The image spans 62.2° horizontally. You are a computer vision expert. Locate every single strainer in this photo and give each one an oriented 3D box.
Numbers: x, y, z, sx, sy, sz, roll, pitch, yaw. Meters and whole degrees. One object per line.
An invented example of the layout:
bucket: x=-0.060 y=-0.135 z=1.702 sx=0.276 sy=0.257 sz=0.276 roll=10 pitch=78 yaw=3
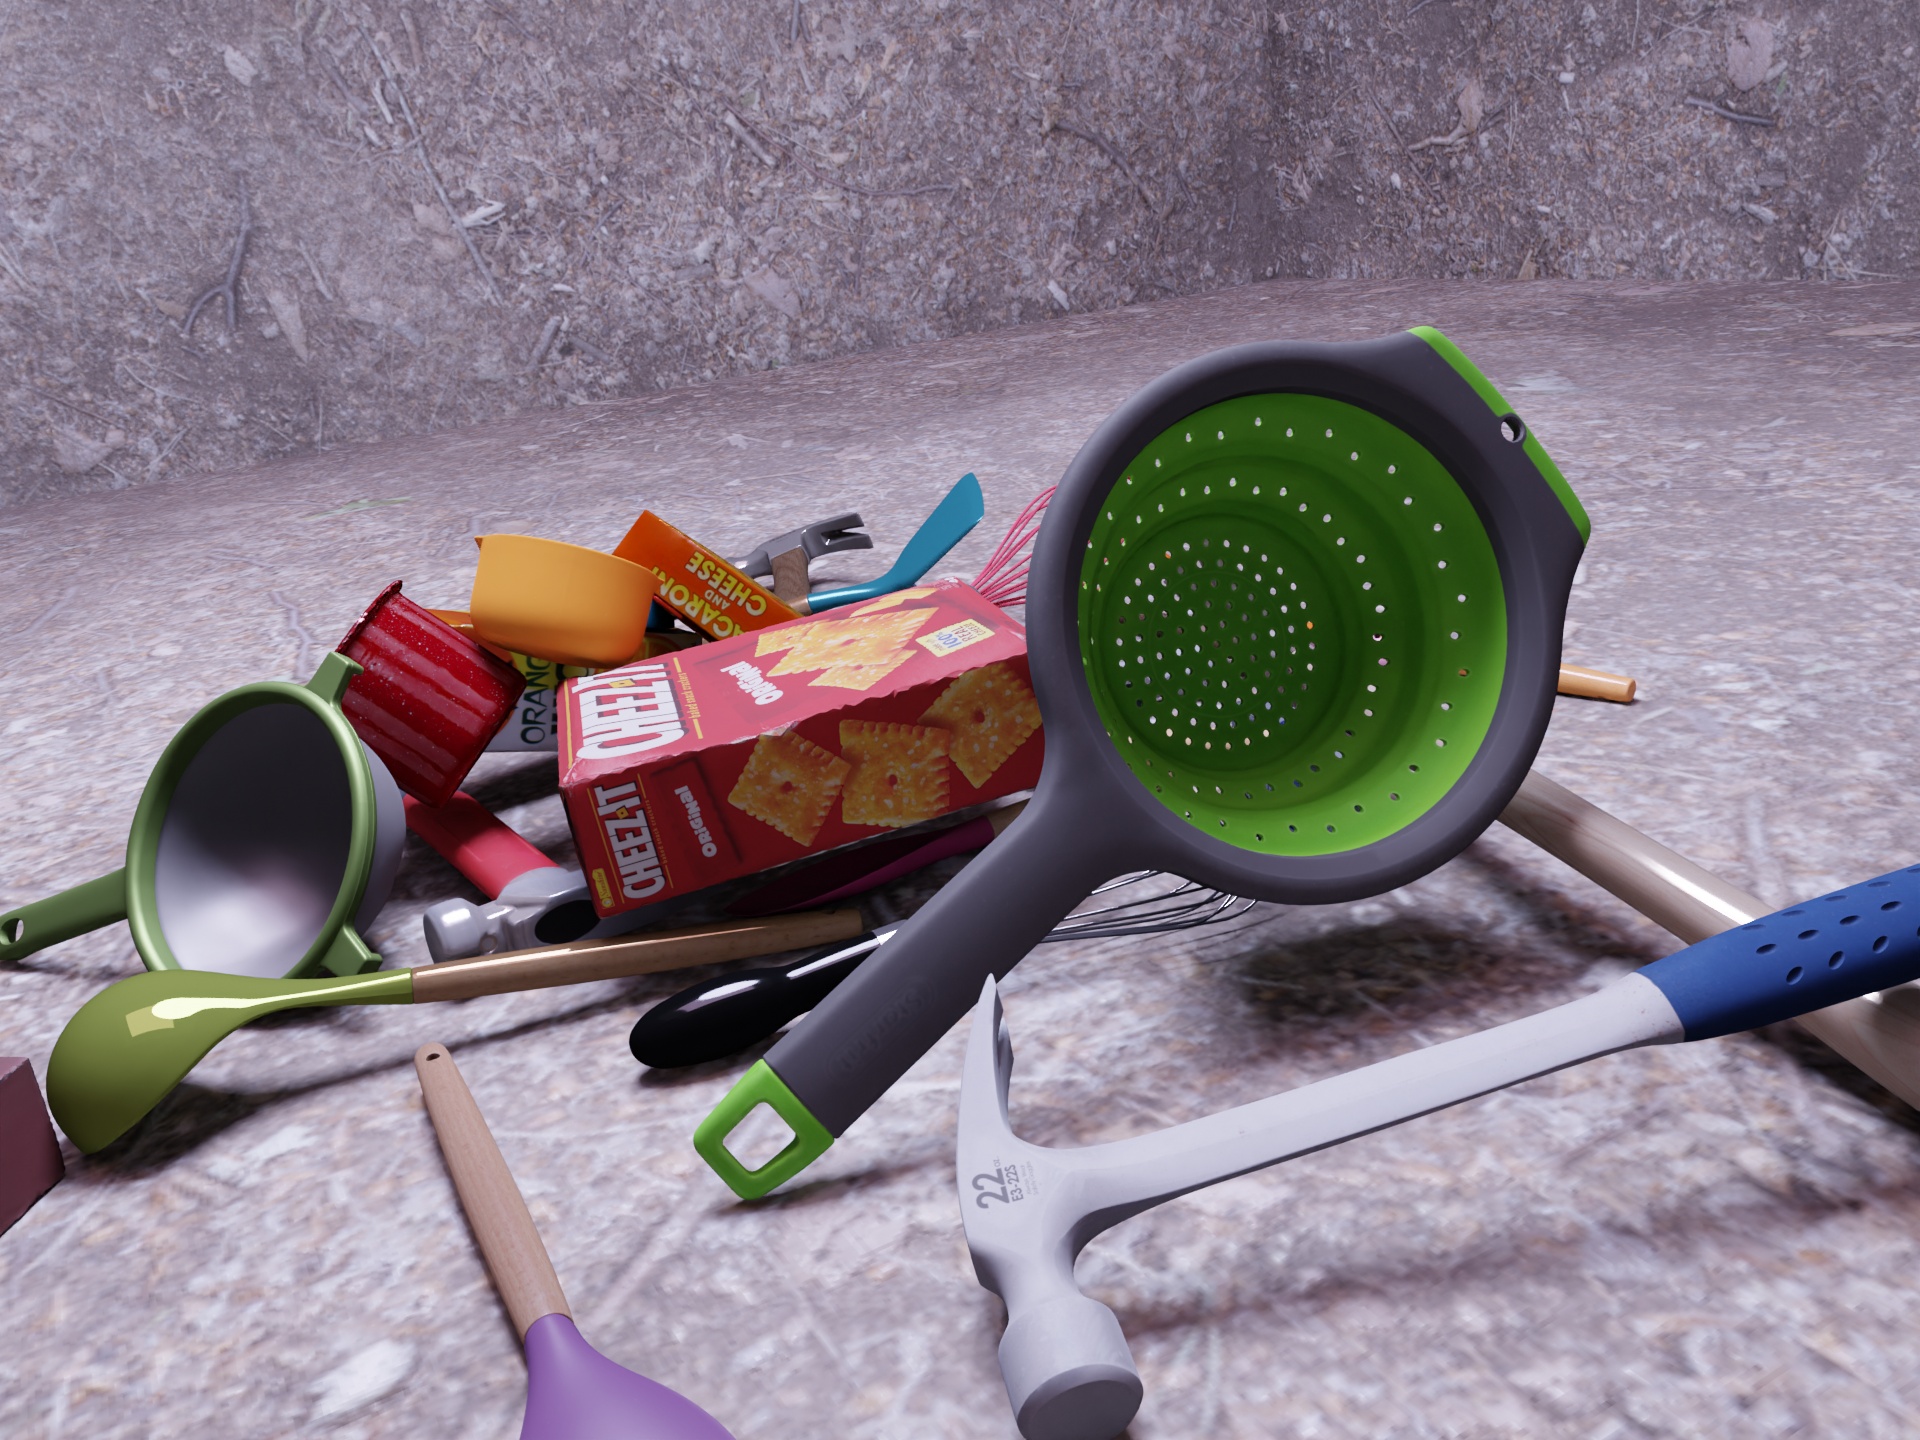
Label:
strainer: x=-0.352 y=0.077 z=0.753 sx=0.256 sy=0.152 sz=0.069 roll=-19 pitch=-19 yaw=23

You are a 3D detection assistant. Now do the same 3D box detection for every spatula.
spatula: x=-0.127 y=-0.077 z=1.053 sx=0.317 sy=0.044 sz=0.082 roll=-20 pitch=30 yaw=6
spatula: x=-0.130 y=0.172 z=0.486 sx=0.059 sy=0.018 sz=0.316 roll=-16 pitch=22 yaw=-25
spatula: x=0.248 y=-0.057 z=0.960 sx=0.323 sy=0.041 sz=0.081 roll=16 pitch=-5 yaw=43

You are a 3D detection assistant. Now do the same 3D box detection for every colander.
colander: x=0.056 y=0.020 z=0.595 sx=0.397 sy=0.204 sz=0.094 roll=-42 pitch=6 yaw=-11

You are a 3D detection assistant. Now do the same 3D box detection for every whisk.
whisk: x=0.005 y=0.082 z=0.641 sx=0.284 sy=0.070 sz=0.070 roll=-18 pitch=22 yaw=-16
whisk: x=0.019 y=-0.077 z=0.926 sx=0.073 sy=0.073 sz=0.296 roll=11 pitch=35 yaw=42

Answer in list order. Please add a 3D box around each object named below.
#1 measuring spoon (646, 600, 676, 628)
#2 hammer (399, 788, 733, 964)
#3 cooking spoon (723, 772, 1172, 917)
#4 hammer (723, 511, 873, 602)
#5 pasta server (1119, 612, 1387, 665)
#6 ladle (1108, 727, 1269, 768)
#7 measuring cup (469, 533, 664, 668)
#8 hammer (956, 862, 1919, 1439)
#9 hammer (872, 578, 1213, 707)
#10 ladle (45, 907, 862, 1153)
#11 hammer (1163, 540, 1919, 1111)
measuring spoon: x=-0.186 y=-0.073 z=0.982 sx=0.042 sy=0.021 sz=0.128 roll=7 pitch=9 yaw=3
hammer: x=-0.270 y=0.045 z=0.866 sx=0.143 sy=0.038 sz=0.387 roll=-18 pitch=22 yaw=-31
cooking spoon: x=0.035 y=0.047 z=0.779 sx=0.319 sy=0.017 sz=0.069 roll=-17 pitch=6 yaw=-26
hammer: x=-0.120 y=-0.085 z=1.159 sx=0.130 sy=0.031 sz=0.332 roll=-24 pitch=23 yaw=2
pasta server: x=0.176 y=-0.046 z=0.963 sx=0.040 sy=0.060 sz=0.316 roll=-23 pitch=19 yaw=-17
ladle: x=0.023 y=0.019 z=0.778 sx=0.315 sy=0.031 sz=0.069 roll=-4 pitch=21 yaw=33
measuring cup: x=-0.213 y=-0.053 z=0.836 sx=0.095 sy=0.052 sz=0.173 roll=13 pitch=-9 yaw=-16
hammer: x=0.192 y=0.083 z=0.470 sx=0.405 sy=0.035 sz=0.144 roll=-17 pitch=36 yaw=-4
hammer: x=0.019 y=-0.053 z=1.048 sx=0.128 sy=0.033 sz=0.331 roll=-15 pitch=21 yaw=-24
ladle: x=-0.195 y=0.116 z=0.651 sx=0.320 sy=0.062 sz=0.078 roll=-6 pitch=13 yaw=-18
hammer: x=0.221 y=0.028 z=0.636 sx=0.038 sy=0.146 sz=0.411 roll=-48 pitch=29 yaw=2
